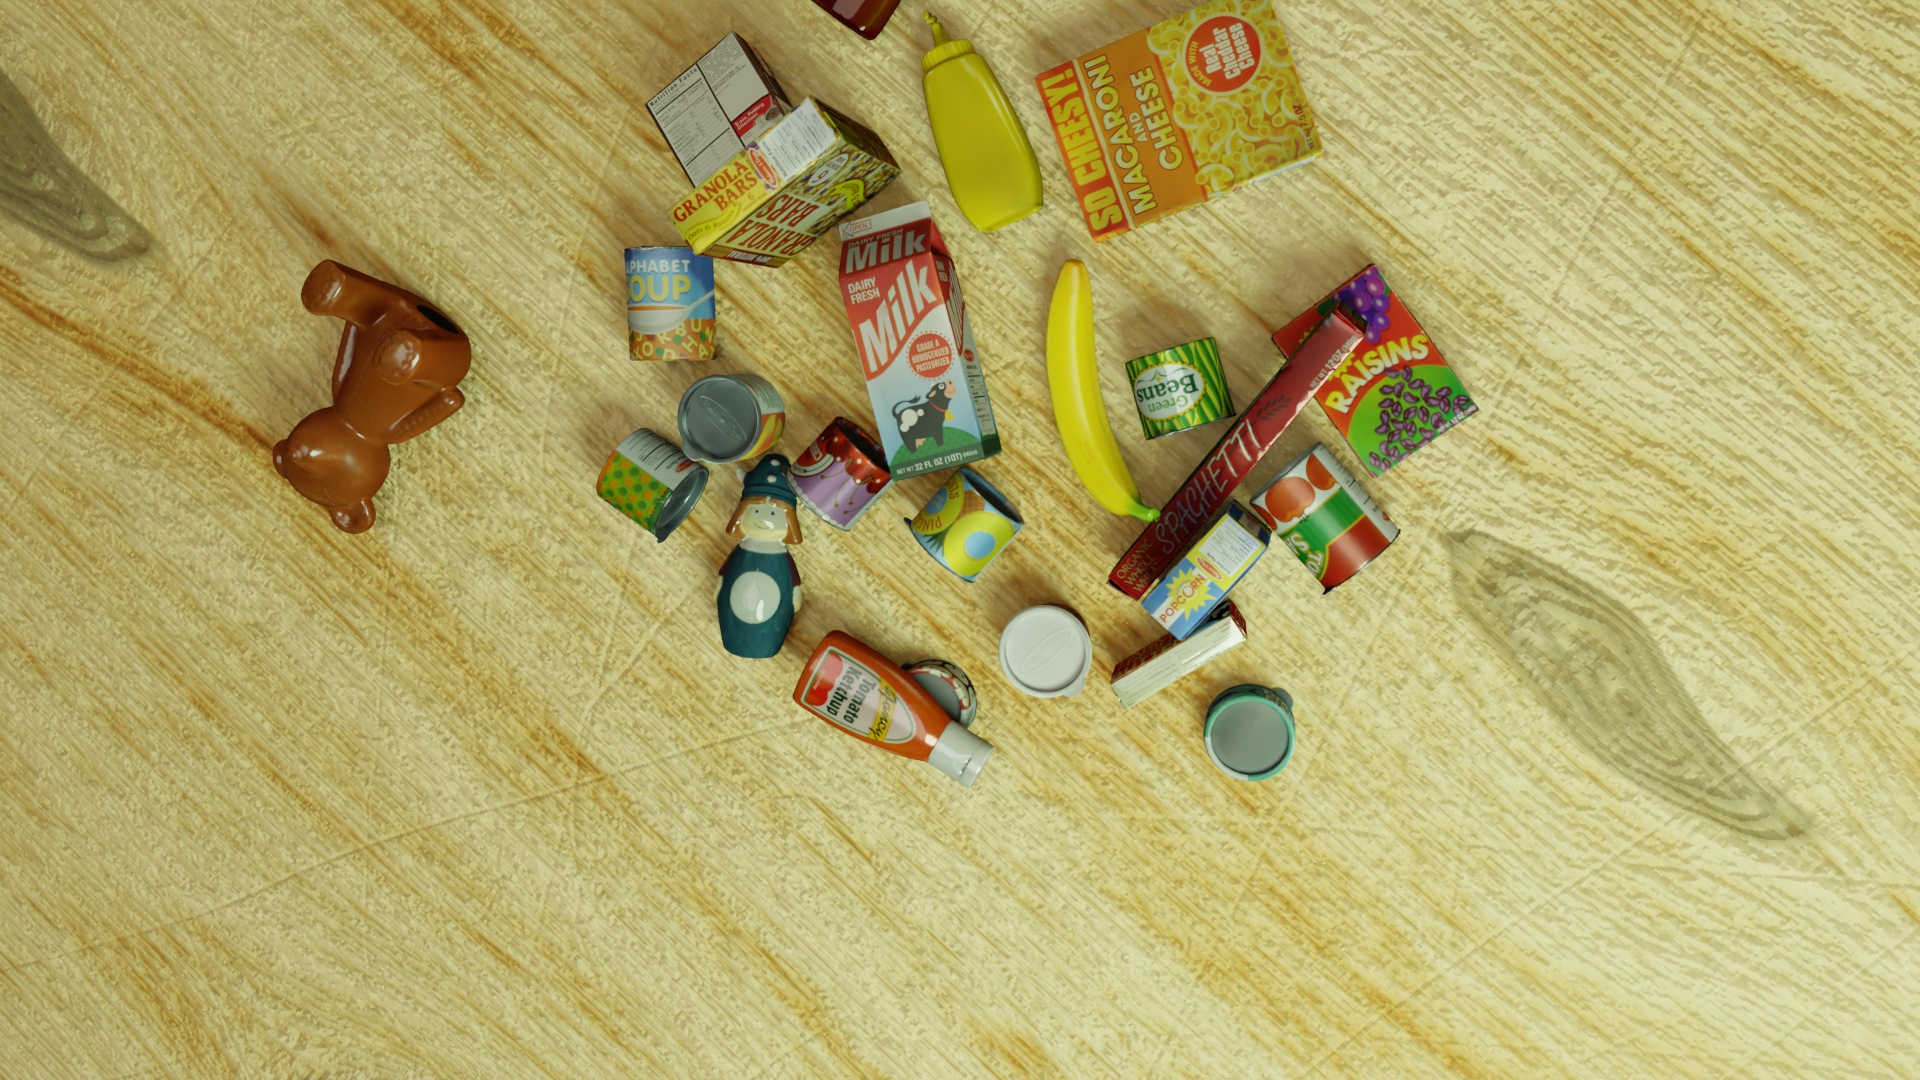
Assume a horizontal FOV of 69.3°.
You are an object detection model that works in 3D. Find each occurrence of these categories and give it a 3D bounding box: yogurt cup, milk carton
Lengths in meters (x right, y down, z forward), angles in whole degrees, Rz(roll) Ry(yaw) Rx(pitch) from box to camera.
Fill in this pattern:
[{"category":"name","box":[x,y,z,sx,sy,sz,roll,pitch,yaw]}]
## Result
[{"category":"yogurt cup","box":[0.065,0.077,1.022,0.072,0.054,0.072,1,97,12]},{"category":"milk carton","box":[-0.032,-0.145,1.006,0.072,0.073,0.190,-13,94,13]}]

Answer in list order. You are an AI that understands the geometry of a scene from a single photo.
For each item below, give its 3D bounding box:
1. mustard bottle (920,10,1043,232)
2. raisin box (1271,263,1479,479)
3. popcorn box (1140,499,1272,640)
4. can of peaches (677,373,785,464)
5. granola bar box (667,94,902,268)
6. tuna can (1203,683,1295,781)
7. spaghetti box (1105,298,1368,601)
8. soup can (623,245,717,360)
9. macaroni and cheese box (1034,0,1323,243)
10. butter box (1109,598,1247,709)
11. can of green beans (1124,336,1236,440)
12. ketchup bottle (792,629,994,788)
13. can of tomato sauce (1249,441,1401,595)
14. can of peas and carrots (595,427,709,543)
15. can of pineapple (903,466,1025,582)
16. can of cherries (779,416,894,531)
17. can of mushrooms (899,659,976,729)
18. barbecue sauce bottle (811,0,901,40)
[{"category":"mustard bottle","box":[0.008,-0.303,0.991,0.065,0.049,0.160,-20,92,13]},{"category":"raisin box","box":[0.285,-0.117,0.961,0.086,0.040,0.123,-36,90,15]},{"category":"popcorn box","box":[0.172,0.018,0.956,0.038,0.127,0.085,42,103,7]},{"category":"can of peaches","box":[-0.174,-0.091,1.050,0.071,0.058,0.071,2,98,11]},{"category":"granola bar box","box":[-0.116,-0.242,0.964,0.124,0.166,0.039,-34,90,14]},{"category":"tuna can","box":[0.212,0.138,1.010,0.071,0.033,0.071,2,98,12]},{"category":"spaghetti box","box":[0.188,-0.058,0.957,0.029,0.050,0.249,39,116,4]},{"category":"soup can","box":[-0.218,-0.177,1.041,0.071,0.071,0.083,0,97,12]},{"category":"macaroni and cheese box","box":[0.151,-0.295,0.967,0.166,0.040,0.123,-19,93,13]},{"category":"butter box","box":[0.157,0.082,1.005,0.103,0.053,0.024,-32,93,14]},{"category":"can of green beans","box":[0.154,-0.107,0.975,0.071,0.071,0.057,-16,94,13]},{"category":"ketchup bottle","box":[-0.047,0.128,1.022,0.149,0.043,0.064,31,102,8]},{"category":"can of tomato sauce","box":[0.251,-0.016,0.966,0.071,0.071,0.083,-42,87,14]},{"category":"can of peas and carrots","box":[-0.237,-0.043,1.065,0.059,0.071,0.071,34,103,6]},{"category":"can of pineapple","box":[0.004,-0.013,1.017,0.071,0.071,0.057,43,102,4]},{"category":"can of cherries","box":[-0.089,-0.051,1.031,0.071,0.071,0.058,45,103,3]},{"category":"can of mushrooms","box":[-0.025,0.124,1.057,0.071,0.033,0.071,2,97,13]},{"category":"barbecue sauce bottle","box":[-0.048,-0.437,0.989,0.065,0.044,0.148,36,102,5]}]
